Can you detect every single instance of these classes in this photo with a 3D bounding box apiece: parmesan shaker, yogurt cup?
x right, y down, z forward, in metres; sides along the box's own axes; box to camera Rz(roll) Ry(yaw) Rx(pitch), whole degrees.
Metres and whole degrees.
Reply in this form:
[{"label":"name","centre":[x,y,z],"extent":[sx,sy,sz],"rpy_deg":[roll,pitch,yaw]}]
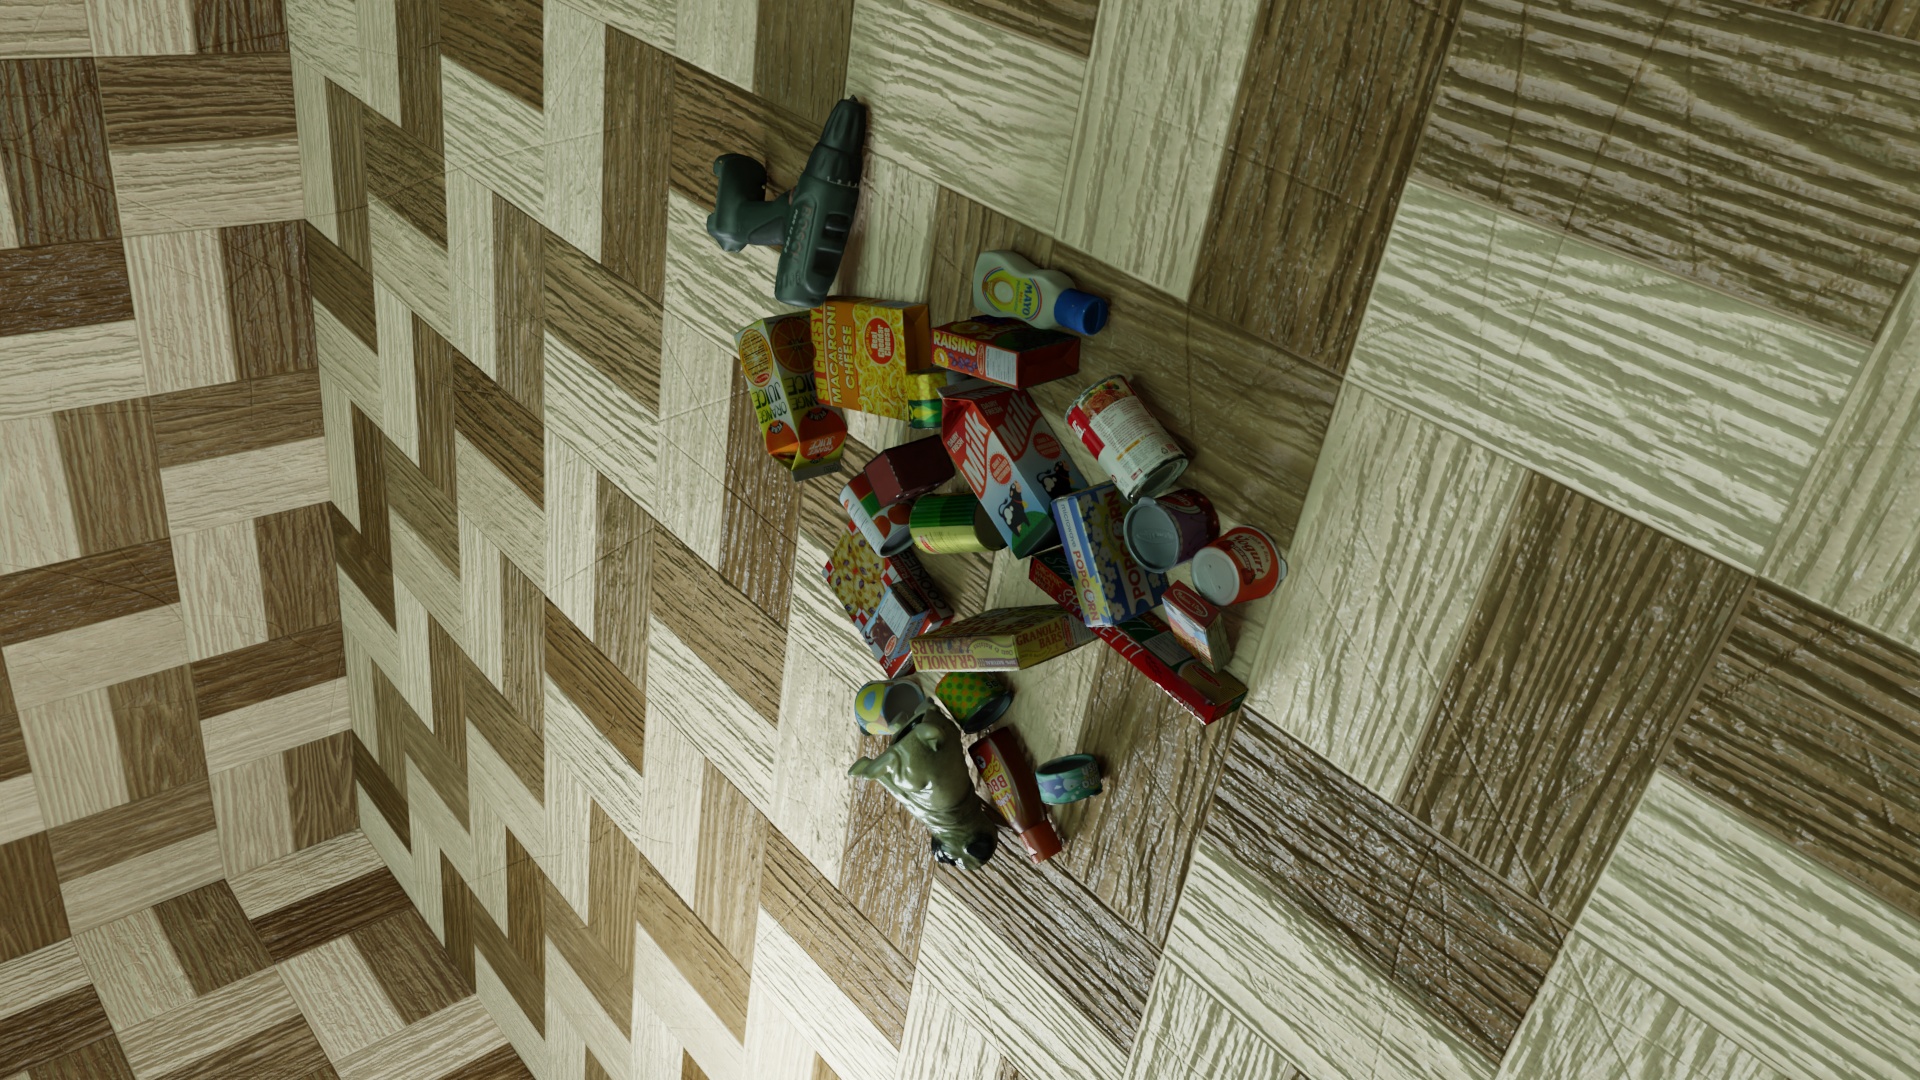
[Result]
[{"label":"parmesan shaker","centre":[0.005,-0.018,1.473],"extent":[0.103,0.071,0.071],"rpy_deg":[-3,102,49]},{"label":"yogurt cup","centre":[0.240,0.025,1.224],"extent":[0.072,0.054,0.072],"rpy_deg":[22,120,44]}]

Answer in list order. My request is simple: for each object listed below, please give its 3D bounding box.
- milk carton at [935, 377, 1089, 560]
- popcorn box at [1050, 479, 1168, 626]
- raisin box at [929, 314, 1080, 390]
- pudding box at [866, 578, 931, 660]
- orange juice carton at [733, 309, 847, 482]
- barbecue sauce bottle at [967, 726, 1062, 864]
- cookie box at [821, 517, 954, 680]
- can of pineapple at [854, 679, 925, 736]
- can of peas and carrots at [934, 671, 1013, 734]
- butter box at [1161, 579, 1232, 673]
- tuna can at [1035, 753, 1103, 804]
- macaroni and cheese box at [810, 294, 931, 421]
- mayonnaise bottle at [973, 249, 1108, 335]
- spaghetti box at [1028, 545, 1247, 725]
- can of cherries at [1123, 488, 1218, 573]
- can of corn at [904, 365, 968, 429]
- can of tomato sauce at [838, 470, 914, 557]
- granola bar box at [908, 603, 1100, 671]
[{"label":"milk carton","centre":[0.049,-0.084,1.389],"extent":[0.191,0.072,0.073],"rpy_deg":[58,139,16]},{"label":"popcorn box","centre":[0.142,0.009,1.306],"extent":[0.038,0.085,0.126],"rpy_deg":[-12,95,52]},{"label":"raisin box","centre":[0.042,-0.185,1.348],"extent":[0.123,0.086,0.040],"rpy_deg":[23,123,42]},{"label":"pudding box","centre":[-0.071,0.089,1.563],"extent":[0.050,0.030,0.083],"rpy_deg":[50,135,23]},{"label":"orange juice carton","centre":[-0.196,-0.167,1.641],"extent":[0.073,0.072,0.192],"rpy_deg":[-15,93,51]},{"label":"barbecue sauce bottle","centre":[0.063,0.283,1.537],"extent":[0.148,0.044,0.064],"rpy_deg":[62,146,11]},{"label":"cookie box","centre":[-0.087,0.062,1.629],"extent":[0.168,0.040,0.122],"rpy_deg":[55,137,21]},{"label":"can of pineapple","centre":[-0.084,0.200,1.657],"extent":[0.057,0.071,0.071],"rpy_deg":[-10,96,50]},{"label":"can of peas and carrots","centre":[0.016,0.169,1.532],"extent":[0.059,0.071,0.070],"rpy_deg":[50,136,25]},{"label":"butter box","centre":[0.214,0.079,1.254],"extent":[0.053,0.024,0.103],"rpy_deg":[41,170,31]},{"label":"tuna can","centre":[0.115,0.248,1.446],"extent":[0.071,0.071,0.033],"rpy_deg":[-7,98,50]},{"label":"macaroni and cheese box","centre":[-0.101,-0.205,1.541],"extent":[0.166,0.040,0.123],"rpy_deg":[15,115,45]},{"label":"mayonnaise bottle","centre":[0.075,-0.233,1.326],"extent":[0.148,0.041,0.064],"rpy_deg":[28,123,41]},{"label":"spaghetti box","centre":[0.165,0.086,1.338],"extent":[0.251,0.050,0.028],"rpy_deg":[40,130,33]},{"label":"can of cherries","centre":[0.192,-0.012,1.262],"extent":[0.071,0.058,0.071],"rpy_deg":[22,121,44]},{"label":"can of corn","centre":[-0.025,-0.150,1.452],"extent":[0.071,0.071,0.058],"rpy_deg":[7,108,48]},{"label":"can of tomato sauce","centre":[-0.087,-0.034,1.573],"extent":[0.083,0.071,0.070],"rpy_deg":[54,138,19]},{"label":"granola bar box","centre":[0.047,0.100,1.421],"extent":[0.165,0.125,0.039],"rpy_deg":[-7,98,50]}]
